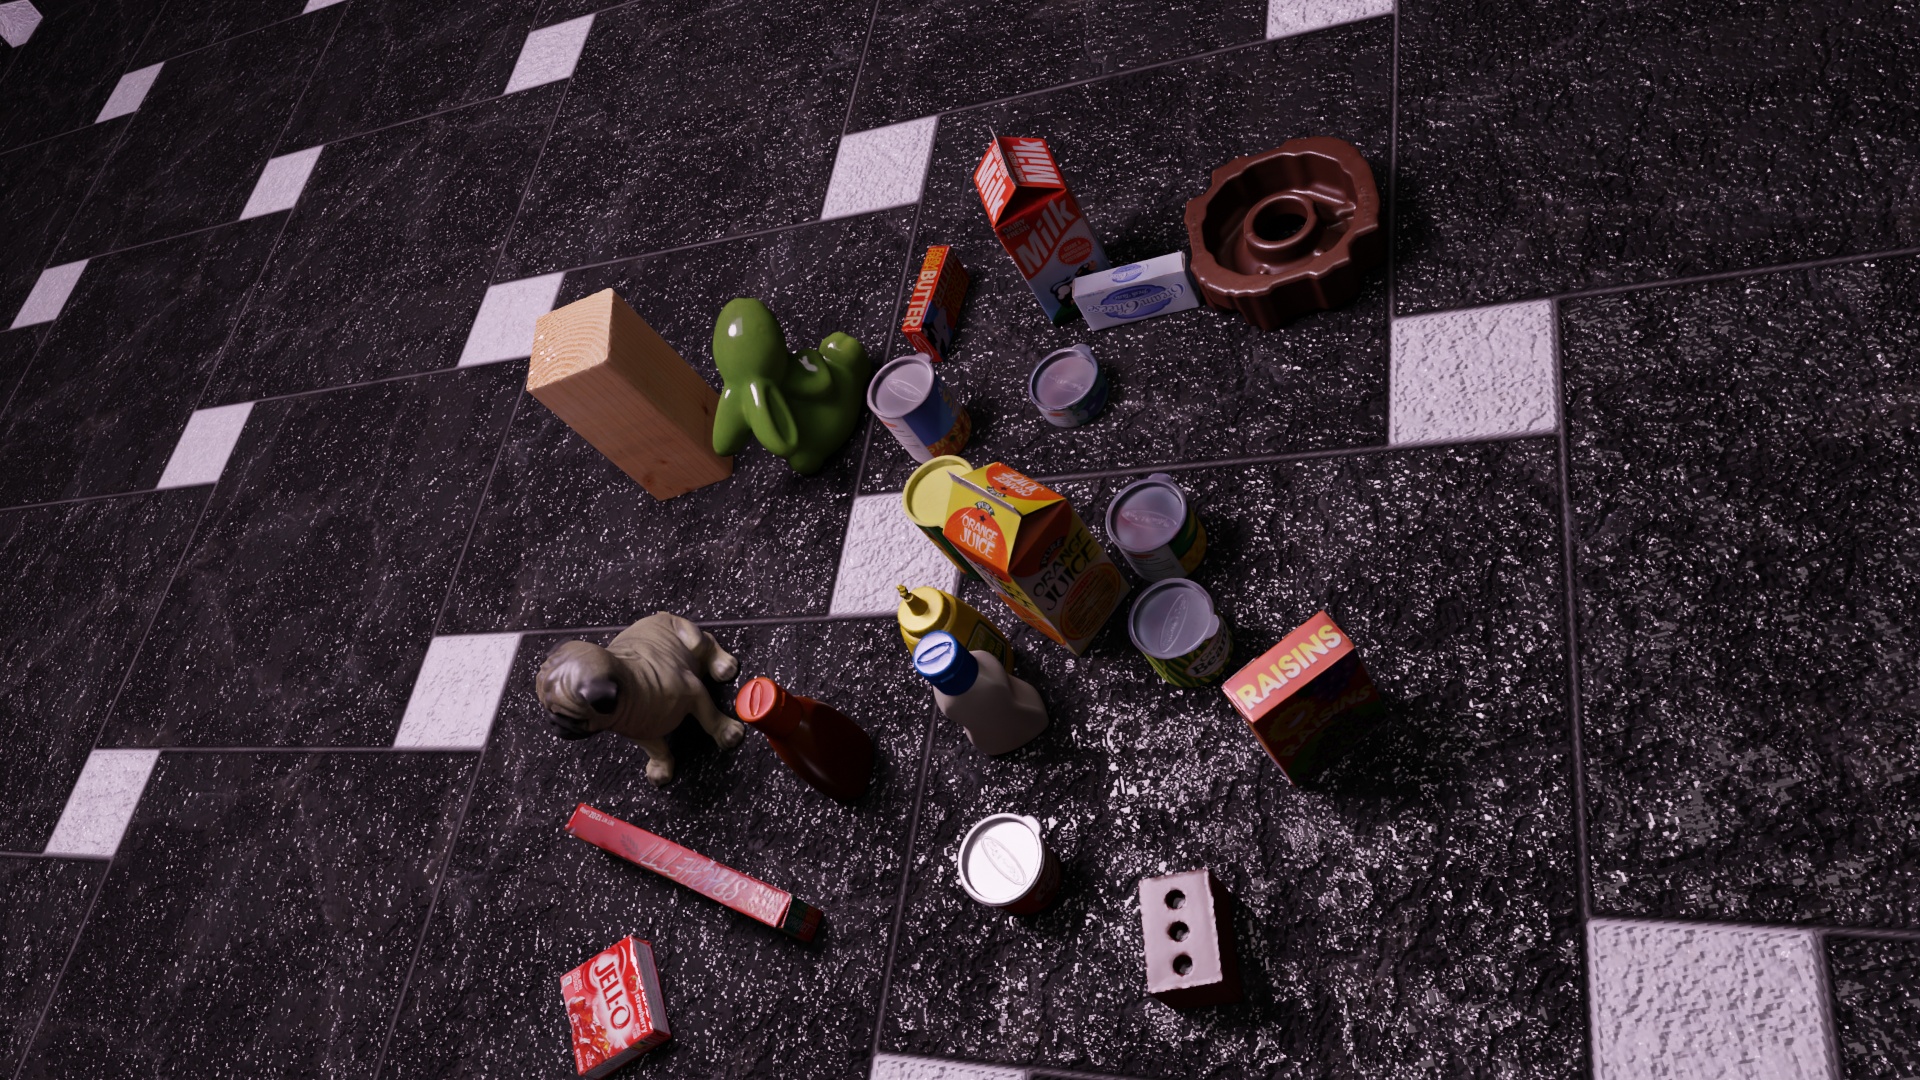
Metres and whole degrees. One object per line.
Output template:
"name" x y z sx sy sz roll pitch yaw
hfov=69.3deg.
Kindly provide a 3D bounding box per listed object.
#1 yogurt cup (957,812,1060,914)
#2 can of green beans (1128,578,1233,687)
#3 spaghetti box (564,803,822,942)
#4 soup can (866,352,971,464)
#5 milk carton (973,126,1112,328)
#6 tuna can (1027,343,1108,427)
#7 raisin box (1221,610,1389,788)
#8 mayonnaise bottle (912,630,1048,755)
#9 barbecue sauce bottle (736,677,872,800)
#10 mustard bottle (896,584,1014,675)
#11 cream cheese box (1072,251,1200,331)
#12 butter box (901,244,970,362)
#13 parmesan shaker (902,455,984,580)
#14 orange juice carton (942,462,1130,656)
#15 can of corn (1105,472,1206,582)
"yogurt cup" 0.039 0.240 1.017 0.072 0.053 0.073 -13 56 21
"can of green beans" 0.167 0.071 1.050 0.071 0.057 0.071 -13 56 21
"spaghetti box" -0.222 0.271 1.139 0.250 0.050 0.029 13 68 33
"soup can" -0.034 -0.119 1.258 0.071 0.083 0.071 -13 56 21
"milk carton" 0.072 -0.282 1.233 0.073 0.190 0.072 -26 52 12
"tuna can" 0.097 -0.137 1.232 0.071 0.032 0.071 -13 56 21
"raisin box" 0.237 0.110 0.946 0.086 0.123 0.040 -37 51 3
"mayonnaise bottle" 0.013 0.114 1.048 0.064 0.147 0.041 -29 52 10
"barbecue sauce bottle" -0.122 0.153 1.095 0.043 0.148 0.065 -13 56 22
"mustard bottle" -0.010 0.075 1.076 0.049 0.159 0.065 10 67 33
"cream cheese box" 0.157 -0.221 1.239 0.103 0.053 0.024 -10 57 23
"butter box" -0.023 -0.229 1.340 0.024 0.053 0.104 2 62 29
"parmesan shaker" 0.004 -0.015 1.161 0.071 0.102 0.071 -13 56 21
"orange juice carton" 0.054 0.007 1.063 0.072 0.192 0.073 32 80 38
"can of corn" 0.157 -0.009 1.104 0.071 0.058 0.071 -13 56 21
